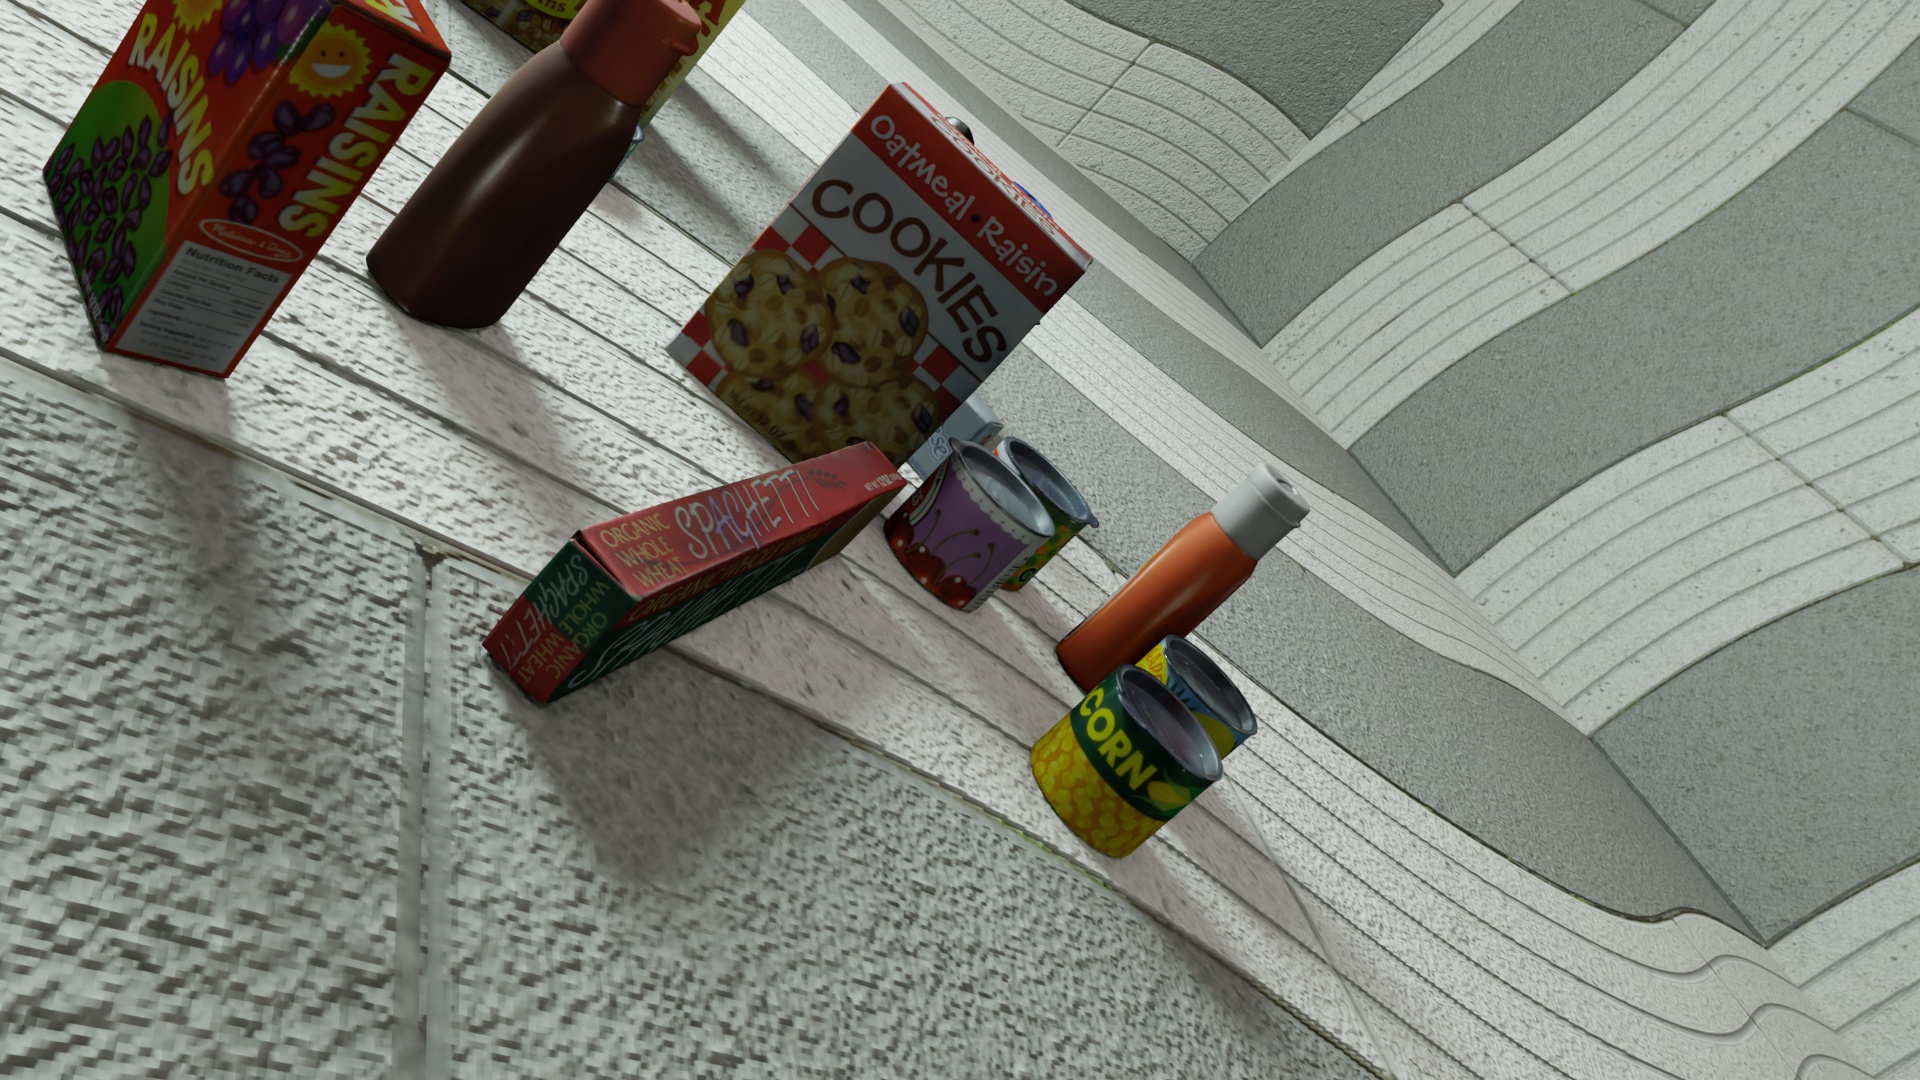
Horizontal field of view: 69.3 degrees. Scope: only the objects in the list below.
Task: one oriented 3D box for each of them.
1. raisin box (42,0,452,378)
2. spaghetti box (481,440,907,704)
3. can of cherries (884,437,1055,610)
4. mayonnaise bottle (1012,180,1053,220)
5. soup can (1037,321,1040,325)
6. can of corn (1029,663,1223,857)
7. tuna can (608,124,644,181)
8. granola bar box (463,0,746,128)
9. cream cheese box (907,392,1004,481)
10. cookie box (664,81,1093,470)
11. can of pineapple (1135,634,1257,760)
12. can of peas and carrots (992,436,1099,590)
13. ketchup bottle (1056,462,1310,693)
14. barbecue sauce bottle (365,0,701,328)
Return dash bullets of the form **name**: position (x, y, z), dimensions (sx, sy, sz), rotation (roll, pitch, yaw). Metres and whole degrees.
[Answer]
- **raisin box**: position (-0.206, -0.121, 0.395), dimensions (0.040, 0.123, 0.086), rotation (18, 32, -55)
- **spaghetti box**: position (-0.082, 0.002, 0.511), dimensions (0.029, 0.050, 0.251), rotation (46, 18, 4)
- **can of cherries**: position (0.002, -0.009, 0.700), dimensions (0.071, 0.058, 0.072), rotation (39, 19, -16)
- **mayonnaise bottle**: position (-0.007, -0.153, 0.846), dimensions (0.041, 0.147, 0.065), rotation (43, 18, -7)
- **soup can**: position (0.001, -0.143, 0.944), dimensions (0.071, 0.083, 0.071), rotation (39, 19, -16)
- **can of corn**: position (0.072, 0.098, 0.620), dimensions (0.071, 0.058, 0.071), rotation (39, 19, -16)
- **tuna can**: position (-0.211, -0.232, 0.764), dimensions (0.071, 0.032, 0.071), rotation (39, 19, -16)
- **granola bar box**: position (-0.226, -0.352, 0.846), dimensions (0.165, 0.124, 0.039), rotation (31, 23, -37)
- **cream cheese box**: position (-0.028, -0.086, 0.807), dimensions (0.104, 0.053, 0.024), rotation (50, 19, 15)
- **cookie box**: position (-0.039, -0.114, 0.663), dimensions (0.123, 0.167, 0.040), rotation (42, 18, -8)
- **can of pineapple**: position (0.107, 0.090, 0.712), dimensions (0.071, 0.057, 0.071), rotation (39, 19, -16)
- **can of peas and carrots**: position (0.031, -0.013, 0.769), dimensions (0.071, 0.058, 0.071), rotation (39, 19, -16)
- **ketchup bottle**: position (0.119, 0.022, 0.738), dimensions (0.043, 0.148, 0.065), rotation (51, 19, 18)
- **barbecue sauce bottle**: position (-0.155, -0.145, 0.516), dimensions (0.044, 0.148, 0.065), rotation (47, 18, 7)
